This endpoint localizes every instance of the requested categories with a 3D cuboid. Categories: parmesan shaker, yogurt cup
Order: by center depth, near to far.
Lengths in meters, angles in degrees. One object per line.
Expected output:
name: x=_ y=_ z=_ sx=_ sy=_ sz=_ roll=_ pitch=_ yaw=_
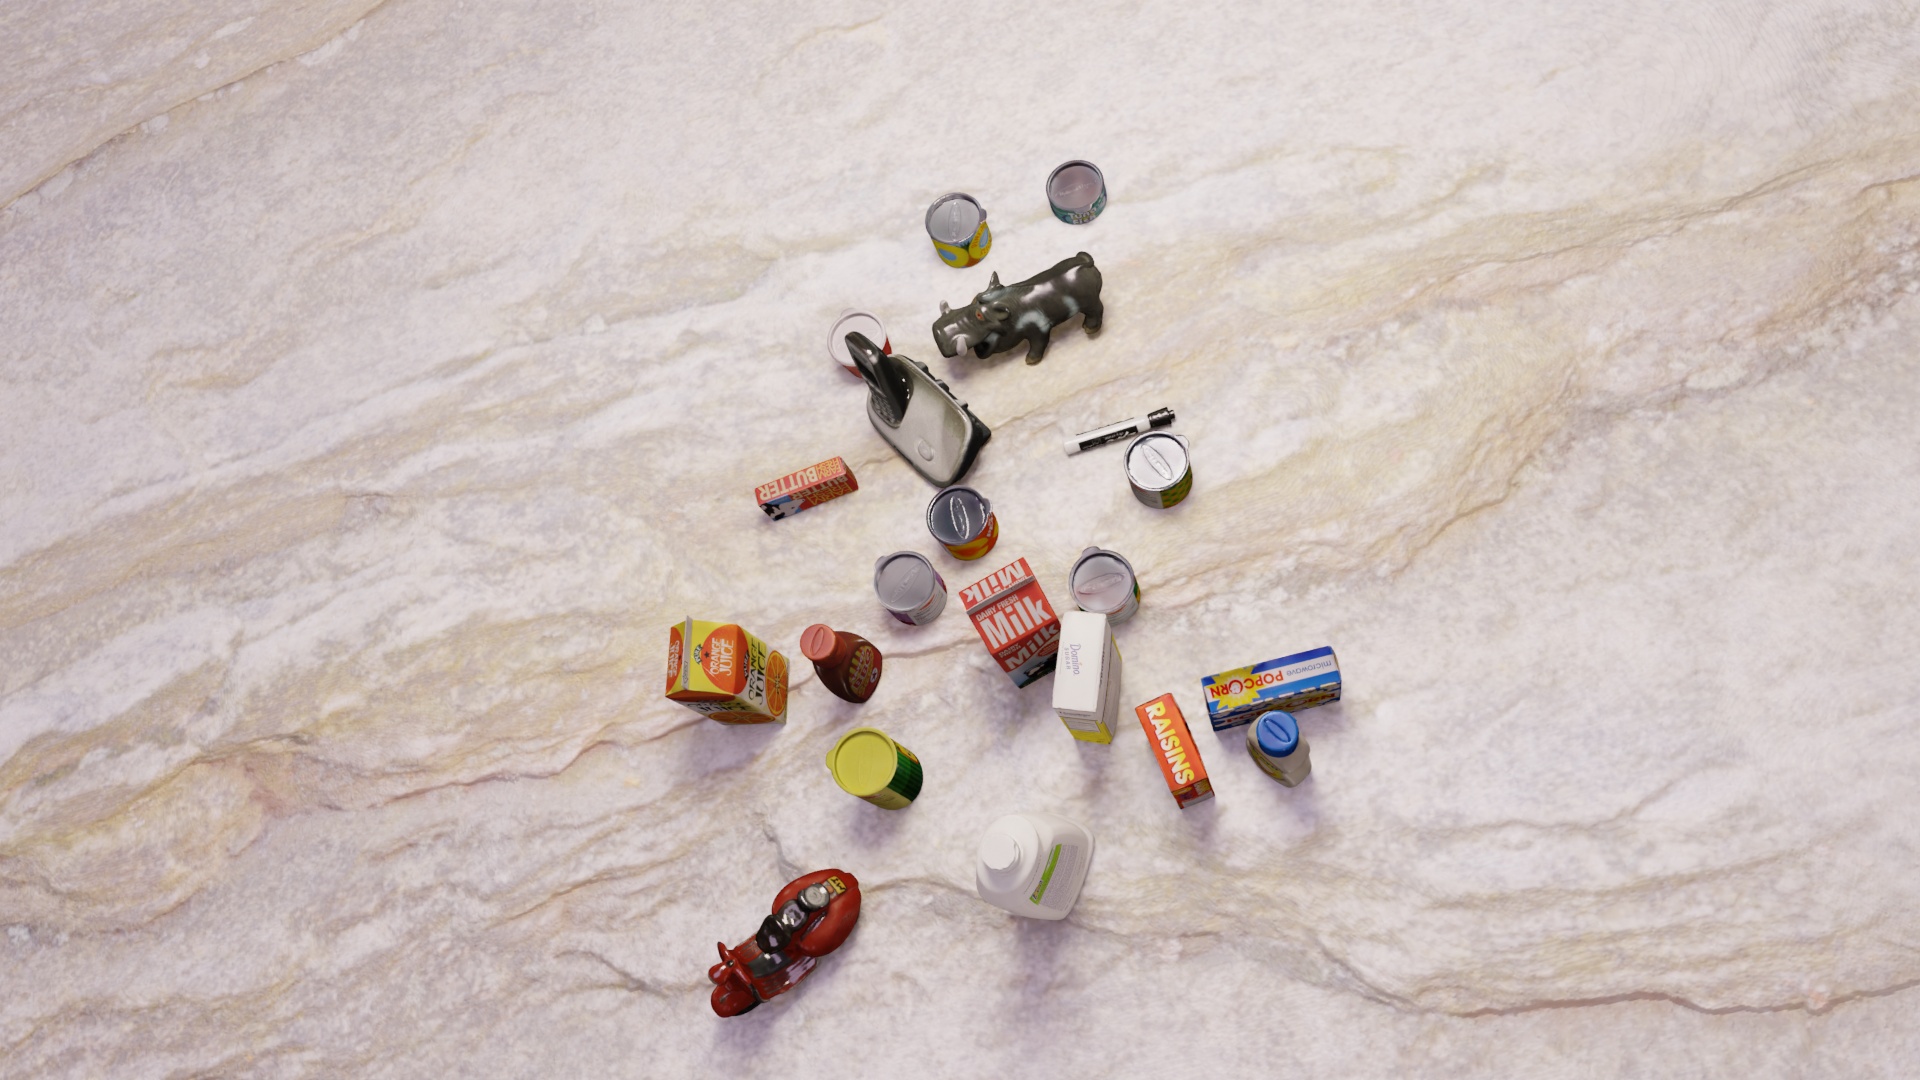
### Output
parmesan shaker: x=-0.083 y=0.225 z=1.366 sx=0.071 sy=0.103 sz=0.071 roll=-4 pitch=71 yaw=12
yogurt cup: x=-0.109 y=-0.216 z=1.551 sx=0.072 sy=0.054 sz=0.072 roll=-4 pitch=71 yaw=12

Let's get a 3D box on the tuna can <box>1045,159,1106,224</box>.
tuna can: x=0.132 y=-0.390 z=1.565 sx=0.071 sy=0.032 sz=0.071 roll=-4 pitch=71 yaw=12

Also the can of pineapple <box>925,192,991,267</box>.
can of pineapple: x=0.000 y=-0.349 z=1.569 sx=0.071 sy=0.057 sz=0.071 roll=-4 pitch=71 yaw=12

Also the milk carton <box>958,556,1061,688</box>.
milk carton: x=0.055 y=0.077 z=1.337 sx=0.072 sy=0.190 sz=0.073 roll=-30 pitch=68 yaw=3

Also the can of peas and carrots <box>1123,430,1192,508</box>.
can of peas and carrots: x=0.205 y=-0.074 z=1.424 sx=0.071 sy=0.058 sz=0.071 roll=-4 pitch=71 yaw=12

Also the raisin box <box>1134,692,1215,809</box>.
raisin box: x=0.202 y=0.198 z=1.296 sx=0.040 sy=0.123 sz=0.086 roll=-23 pitch=68 yaw=5

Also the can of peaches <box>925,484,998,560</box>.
can of peaches: x=0.005 y=-0.018 z=1.453 sx=0.071 sy=0.058 sz=0.071 roll=-4 pitch=71 yaw=12

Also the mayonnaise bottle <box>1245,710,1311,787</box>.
mayonnaise bottle: x=0.289 y=0.186 z=1.266 sx=0.041 sy=0.147 sz=0.065 roll=-46 pitch=68 yaw=-4

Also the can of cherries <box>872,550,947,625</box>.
can of cherries: x=-0.053 y=0.048 z=1.444 sx=0.071 sy=0.058 sz=0.071 roll=-4 pitch=71 yaw=12

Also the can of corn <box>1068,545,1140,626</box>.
can of corn: x=0.145 y=0.047 z=1.397 sx=0.071 sy=0.058 sz=0.071 roll=-4 pitch=71 yaw=12

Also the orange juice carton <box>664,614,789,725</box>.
orange juice carton: x=-0.237 y=0.132 z=1.386 sx=0.073 sy=0.192 sz=0.072 roll=-3 pitch=71 yaw=13

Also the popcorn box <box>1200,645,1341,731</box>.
popcorn box: x=0.294 y=0.141 z=1.314 sx=0.127 sy=0.085 sz=0.038 roll=-15 pitch=69 yaw=8

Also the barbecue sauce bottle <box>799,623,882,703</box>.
barbecue sauce bottle: x=-0.120 y=0.118 z=1.387 sx=0.044 sy=0.148 sz=0.065 roll=14 pitch=76 yaw=18

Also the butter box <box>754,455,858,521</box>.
butter box: x=-0.167 y=-0.056 z=1.510 sx=0.103 sy=0.053 sz=0.024 roll=-21 pitch=68 yaw=6
